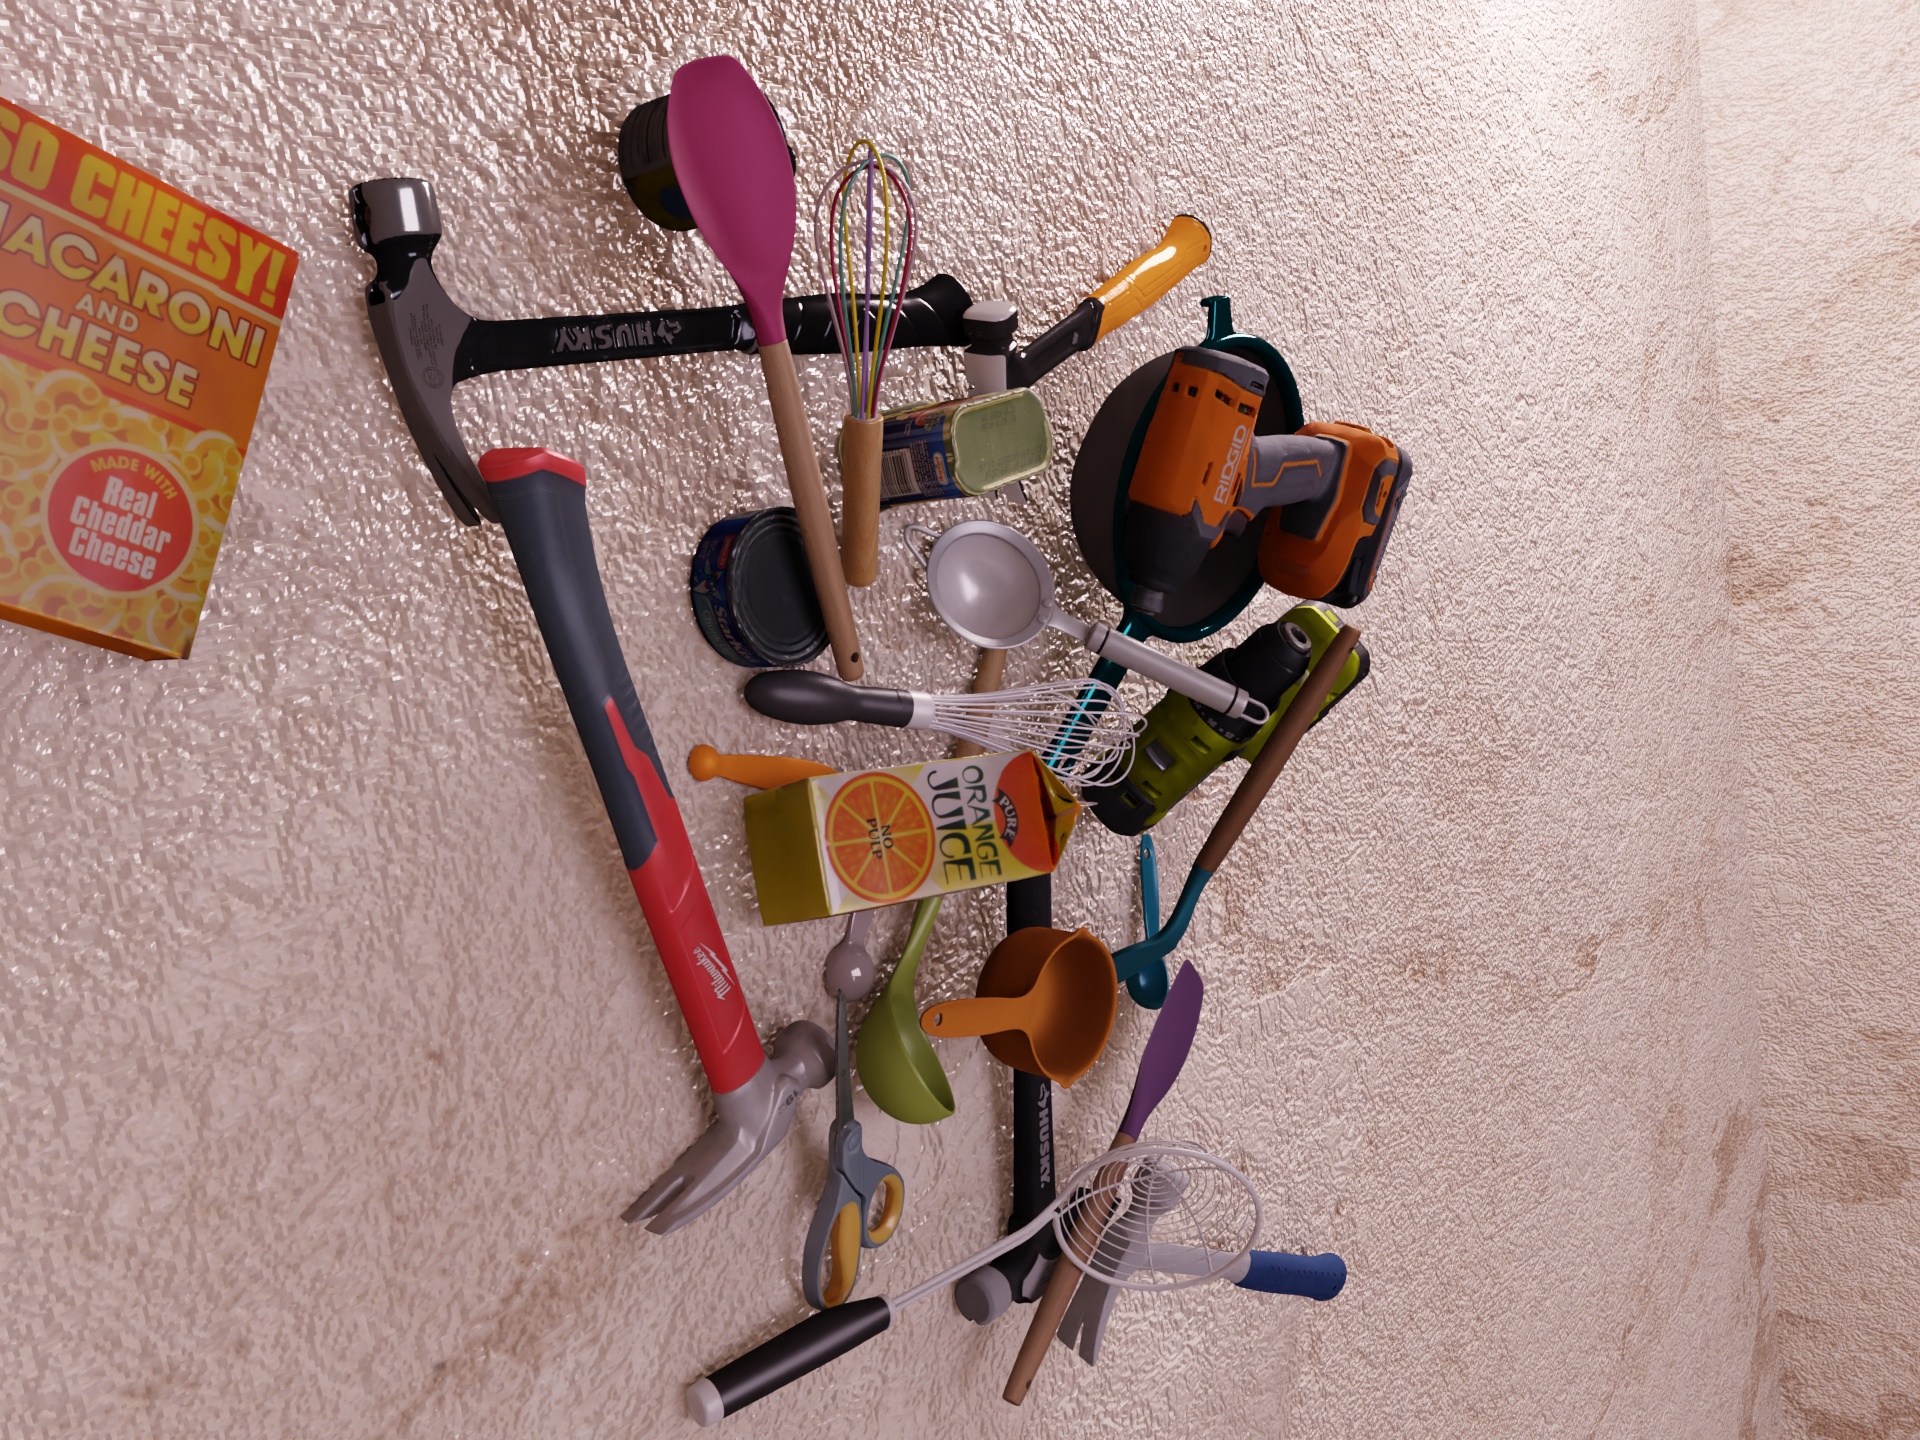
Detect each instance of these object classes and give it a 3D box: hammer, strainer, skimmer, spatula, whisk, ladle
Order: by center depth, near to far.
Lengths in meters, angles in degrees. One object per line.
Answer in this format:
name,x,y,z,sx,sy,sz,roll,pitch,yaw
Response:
hammer,-0.157,0.060,0.751,0.143,0.038,0.386,-41,126,-42
hammer,-0.120,-0.200,0.830,0.409,0.036,0.149,-21,107,-50
whisk,-0.052,-0.187,0.862,0.051,0.047,0.244,-36,138,-48
skimmer,0.021,0.333,0.909,0.363,0.090,0.127,-14,131,-38
whisk,-0.002,-0.004,0.934,0.284,0.070,0.070,7,84,-37
ladle,0.000,0.084,0.964,0.078,0.062,0.320,55,45,-57
strainer,0.077,-0.053,0.992,0.258,0.050,0.087,25,64,-5
hammer,0.049,0.203,1.022,0.146,0.035,0.334,-12,103,-51
spatula,0.165,0.068,1.042,0.082,0.044,0.317,10,116,-49
spatula,0.101,0.301,1.055,0.316,0.018,0.059,-60,137,-29
strainer,0.111,-0.111,1.089,0.210,0.095,0.340,39,78,-50
hammer,0.097,-0.271,1.091,0.337,0.034,0.127,-46,140,-45
hammer,0.203,0.420,1.209,0.405,0.035,0.144,31,88,-52

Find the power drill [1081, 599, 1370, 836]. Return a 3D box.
power drill,0.203,-0.016,1.125,0.080,0.190,0.228,51,34,11

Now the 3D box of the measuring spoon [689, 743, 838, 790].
measuring spoon,-0.102,0.029,0.869,0.116,0.011,0.021,13,80,-51

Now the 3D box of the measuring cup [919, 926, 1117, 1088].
measuring cup,0.021,0.164,0.918,0.173,0.052,0.095,6,89,-48

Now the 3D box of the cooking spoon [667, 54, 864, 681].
cooking spoon,-0.090,-0.166,0.804,0.069,0.017,0.318,-32,120,-38

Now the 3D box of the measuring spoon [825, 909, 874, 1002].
measuring spoon,-0.050,0.104,0.928,0.034,0.018,0.124,34,63,-46

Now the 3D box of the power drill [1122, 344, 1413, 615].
power drill,0.192,-0.136,1.035,0.226,0.084,0.164,8,103,-47

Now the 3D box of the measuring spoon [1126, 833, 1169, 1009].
measuring spoon,0.132,0.147,1.164,0.042,0.021,0.129,17,67,-49
